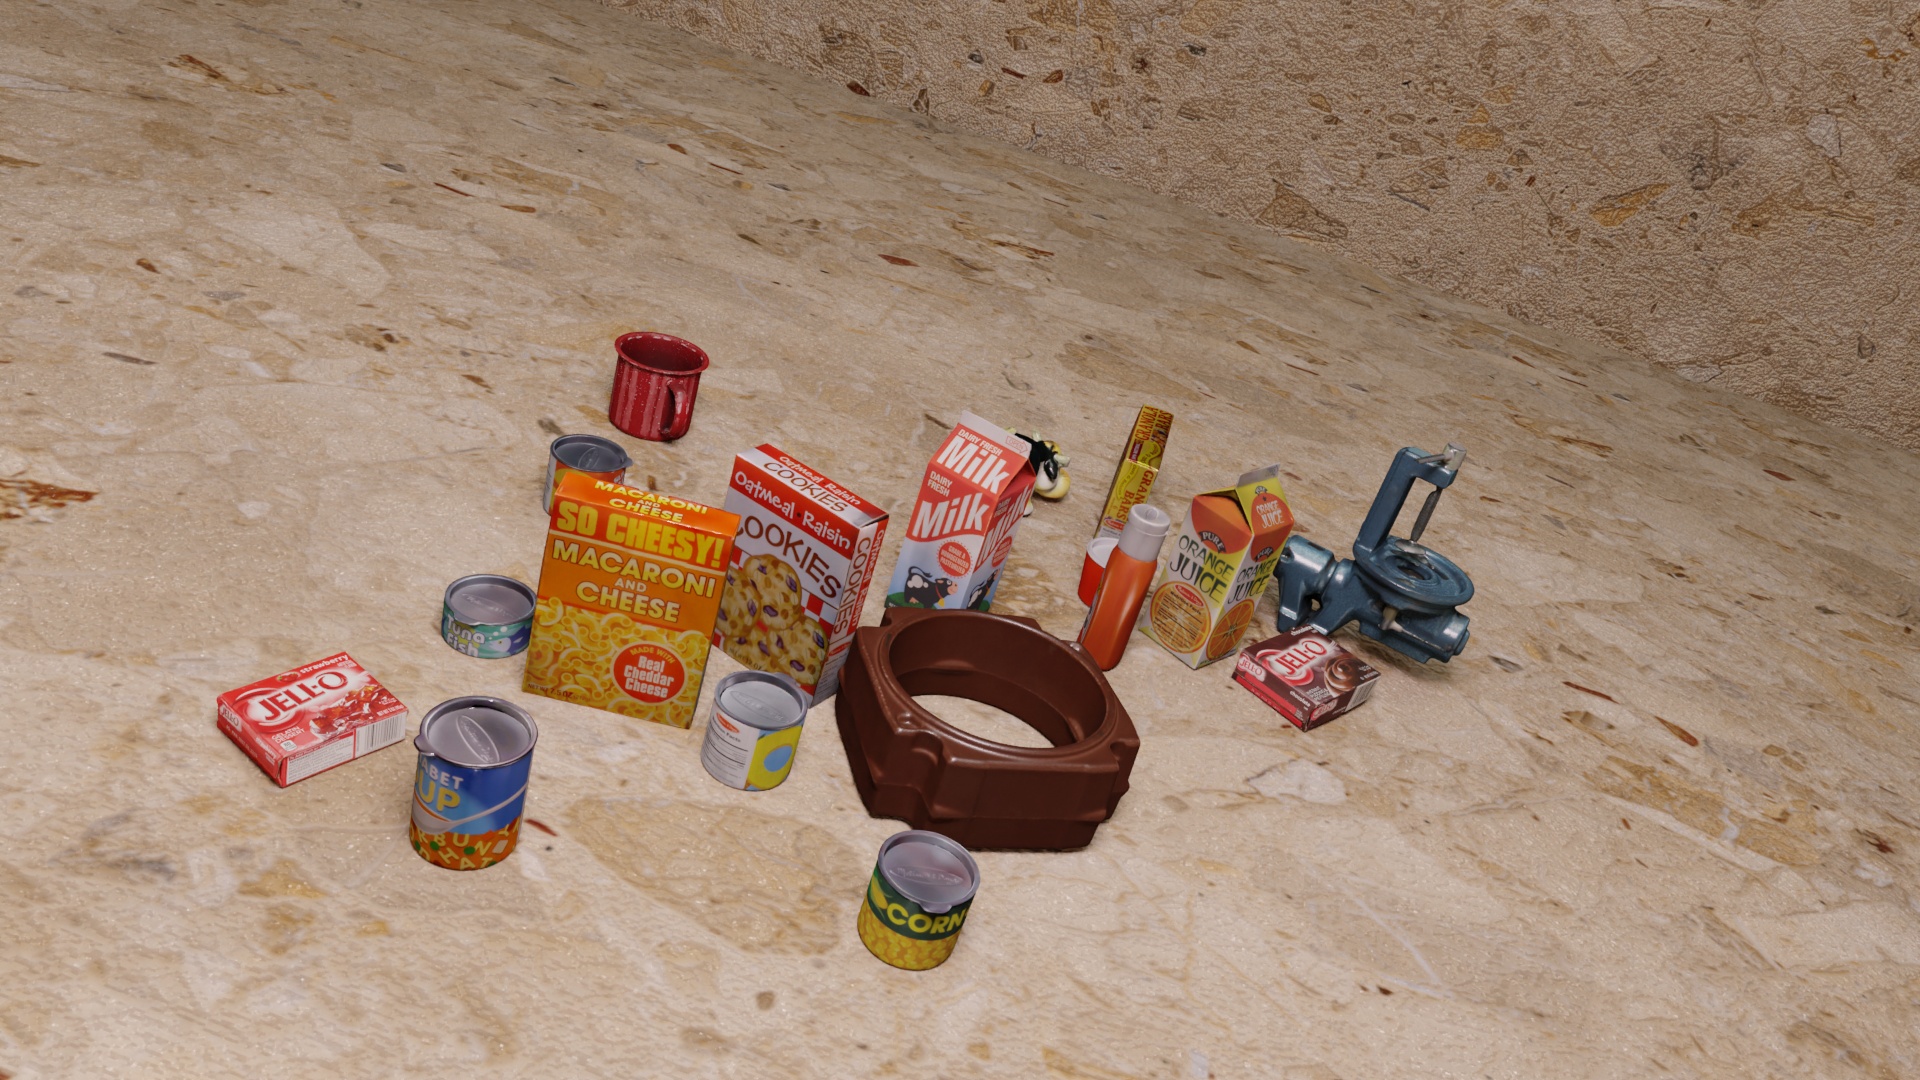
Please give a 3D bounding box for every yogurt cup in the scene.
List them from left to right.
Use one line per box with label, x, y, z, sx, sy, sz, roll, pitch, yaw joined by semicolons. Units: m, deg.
yogurt cup;0.146;0.036;1.333;0.072;0.053;0.073;14;28;-7

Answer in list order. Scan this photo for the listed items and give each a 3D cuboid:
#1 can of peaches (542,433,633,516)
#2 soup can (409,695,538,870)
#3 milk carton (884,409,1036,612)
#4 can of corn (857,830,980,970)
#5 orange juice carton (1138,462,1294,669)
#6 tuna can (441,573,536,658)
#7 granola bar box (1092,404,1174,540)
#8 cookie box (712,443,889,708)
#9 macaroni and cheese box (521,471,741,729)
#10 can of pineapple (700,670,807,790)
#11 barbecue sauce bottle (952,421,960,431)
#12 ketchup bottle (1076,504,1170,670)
can of peaches;-0.325;-0.052;1.211;0.071;0.057;0.071;14;28;-7
soup can;-0.297;0.147;0.838;0.071;0.083;0.072;14;28;-7
milk carton;0.004;-0.015;1.196;0.072;0.189;0.074;29;29;20
can of corn;-0.027;0.229;0.876;0.071;0.058;0.071;14;28;-7
orange juice carton;0.241;0.016;1.276;0.072;0.191;0.073;-13;40;-45
tuna can;-0.349;0.057;1.026;0.071;0.032;0.071;14;28;-7
granola bar box;0.177;-0.056;1.444;0.039;0.123;0.166;20;28;4
cookie box;-0.132;0.026;1.065;0.123;0.166;0.040;30;30;22
macaroni and cheese box;-0.232;0.044;0.975;0.124;0.165;0.040;14;27;-7
can of pineapple;-0.144;0.133;0.980;0.071;0.057;0.071;14;28;-7
barbecue sauce bottle;-0.006;-0.038;1.276;0.044;0.147;0.065;29;29;20
ketchup bottle;0.144;0.040;1.223;0.043;0.148;0.065;23;28;9
